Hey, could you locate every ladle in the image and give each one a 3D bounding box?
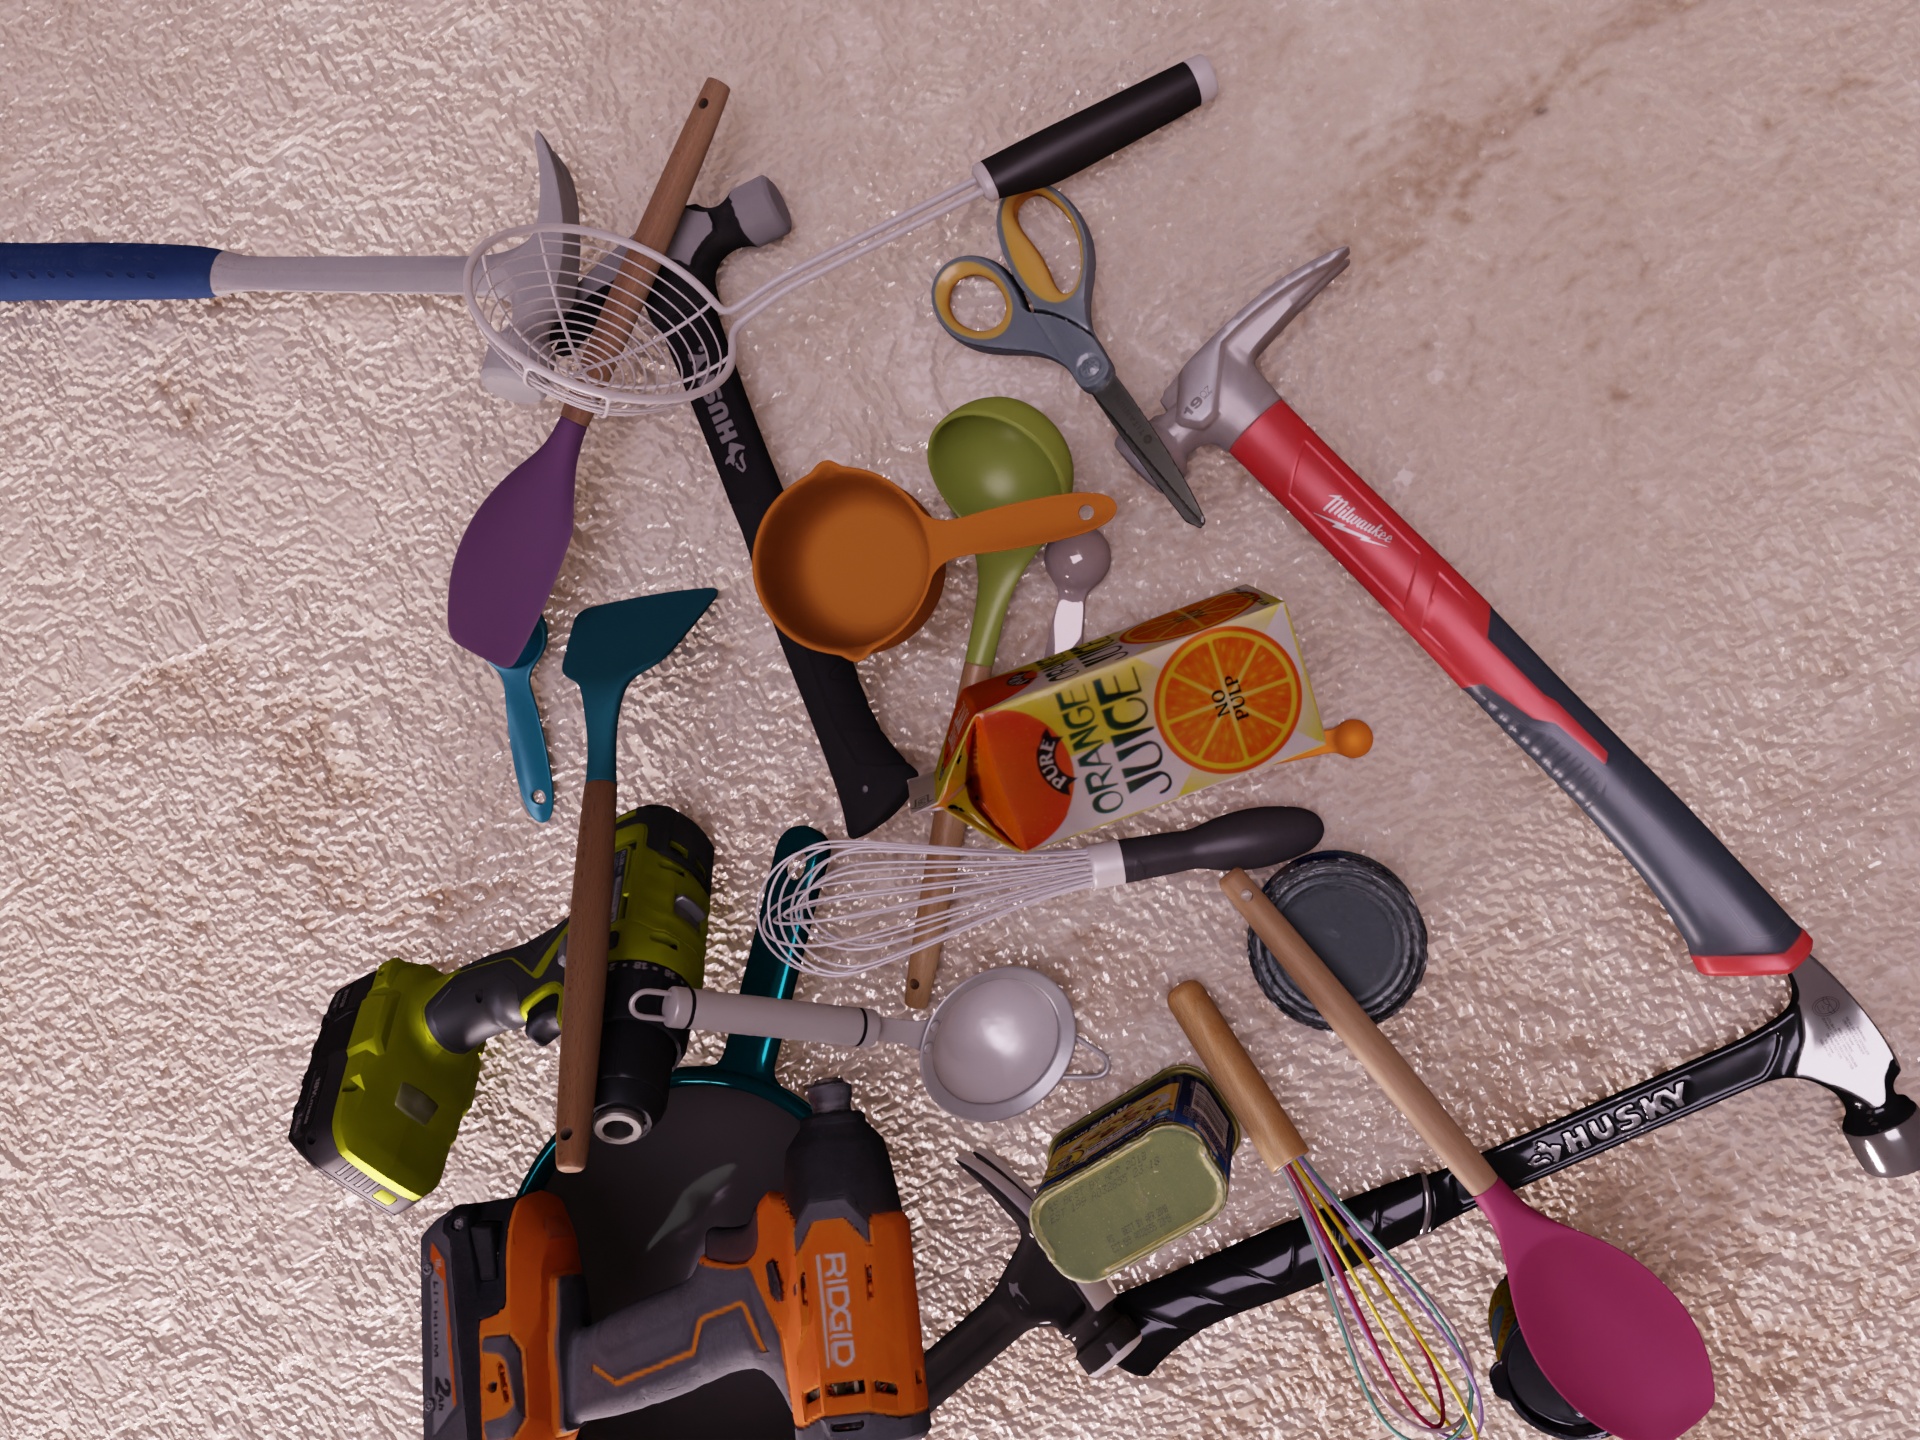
[{"bbox_3d":[-0.001,-0.003,0.807,0.078,0.062,0.320,15,101,27],"label":"ladle"}]

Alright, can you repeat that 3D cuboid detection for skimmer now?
[{"bbox_3d":[-0.049,-0.247,0.746,0.363,0.090,0.127,-26,59,1],"label":"skimmer"}]

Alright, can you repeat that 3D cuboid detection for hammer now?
[{"bbox_3d":[0.244,0.226,0.783,0.409,0.036,0.149,-28,87,13],"label":"hammer"},{"bbox_3d":[-0.060,0.379,0.854,0.337,0.034,0.127,-46,69,15],"label":"hammer"},{"bbox_3d":[-0.391,-0.248,0.866,0.405,0.035,0.144,5,73,16],"label":"hammer"},{"bbox_3d":[-0.104,-0.099,0.820,0.146,0.035,0.335,-22,86,13],"label":"hammer"},{"bbox_3d":[0.252,-0.044,0.739,0.143,0.038,0.386,-44,79,11],"label":"hammer"}]

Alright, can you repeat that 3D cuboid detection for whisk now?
[{"bbox_3d":[0.040,0.078,0.787,0.284,0.070,0.070,-9,93,-1],"label":"whisk"},{"bbox_3d":[0.170,0.233,0.766,0.051,0.047,0.245,-39,65,15],"label":"whisk"}]

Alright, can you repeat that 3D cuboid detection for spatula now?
[{"bbox_3d":[-0.169,0.059,0.767,0.082,0.044,0.318,-8,60,11],"label":"spatula"},{"bbox_3d":[-0.189,-0.177,0.811,0.060,0.018,0.316,28,97,14],"label":"spatula"}]

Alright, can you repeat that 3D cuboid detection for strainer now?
[{"bbox_3d":[-0.111,0.227,0.841,0.211,0.095,0.340,10,79,16],"label":"strainer"},{"bbox_3d":[-0.041,0.150,0.785,0.258,0.050,0.087,13,100,-30],"label":"strainer"}]

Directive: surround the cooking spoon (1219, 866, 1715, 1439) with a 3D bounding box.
[{"bbox_3d":[0.228,0.196,0.742,0.069,0.017,0.319,-39,80,4],"label":"cooking spoon"}]

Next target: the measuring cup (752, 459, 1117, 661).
[{"bbox_3d":[-0.010,-0.082,0.756,0.173,0.052,0.095,-10,88,9],"label":"measuring cup"}]

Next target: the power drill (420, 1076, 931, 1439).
[{"bbox_3d":[-0.132,0.262,0.748,0.226,0.084,0.164,-9,73,8],"label":"power drill"}]

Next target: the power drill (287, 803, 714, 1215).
[{"bbox_3d":[-0.226,0.160,0.809,0.228,0.191,0.080,-29,125,18],"label":"power drill"}]

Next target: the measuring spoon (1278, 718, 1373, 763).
[{"bbox_3d":[0.147,0.015,0.797,0.117,0.011,0.021,-7,93,13],"label":"measuring spoon"}]

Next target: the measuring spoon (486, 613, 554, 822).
[{"bbox_3d":[-0.239,-0.007,0.881,0.042,0.021,0.128,-4,103,12],"label":"measuring spoon"}]

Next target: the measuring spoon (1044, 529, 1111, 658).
[{"bbox_3d":[0.052,-0.038,0.810,0.034,0.018,0.124,9,97,11],"label":"measuring spoon"}]
